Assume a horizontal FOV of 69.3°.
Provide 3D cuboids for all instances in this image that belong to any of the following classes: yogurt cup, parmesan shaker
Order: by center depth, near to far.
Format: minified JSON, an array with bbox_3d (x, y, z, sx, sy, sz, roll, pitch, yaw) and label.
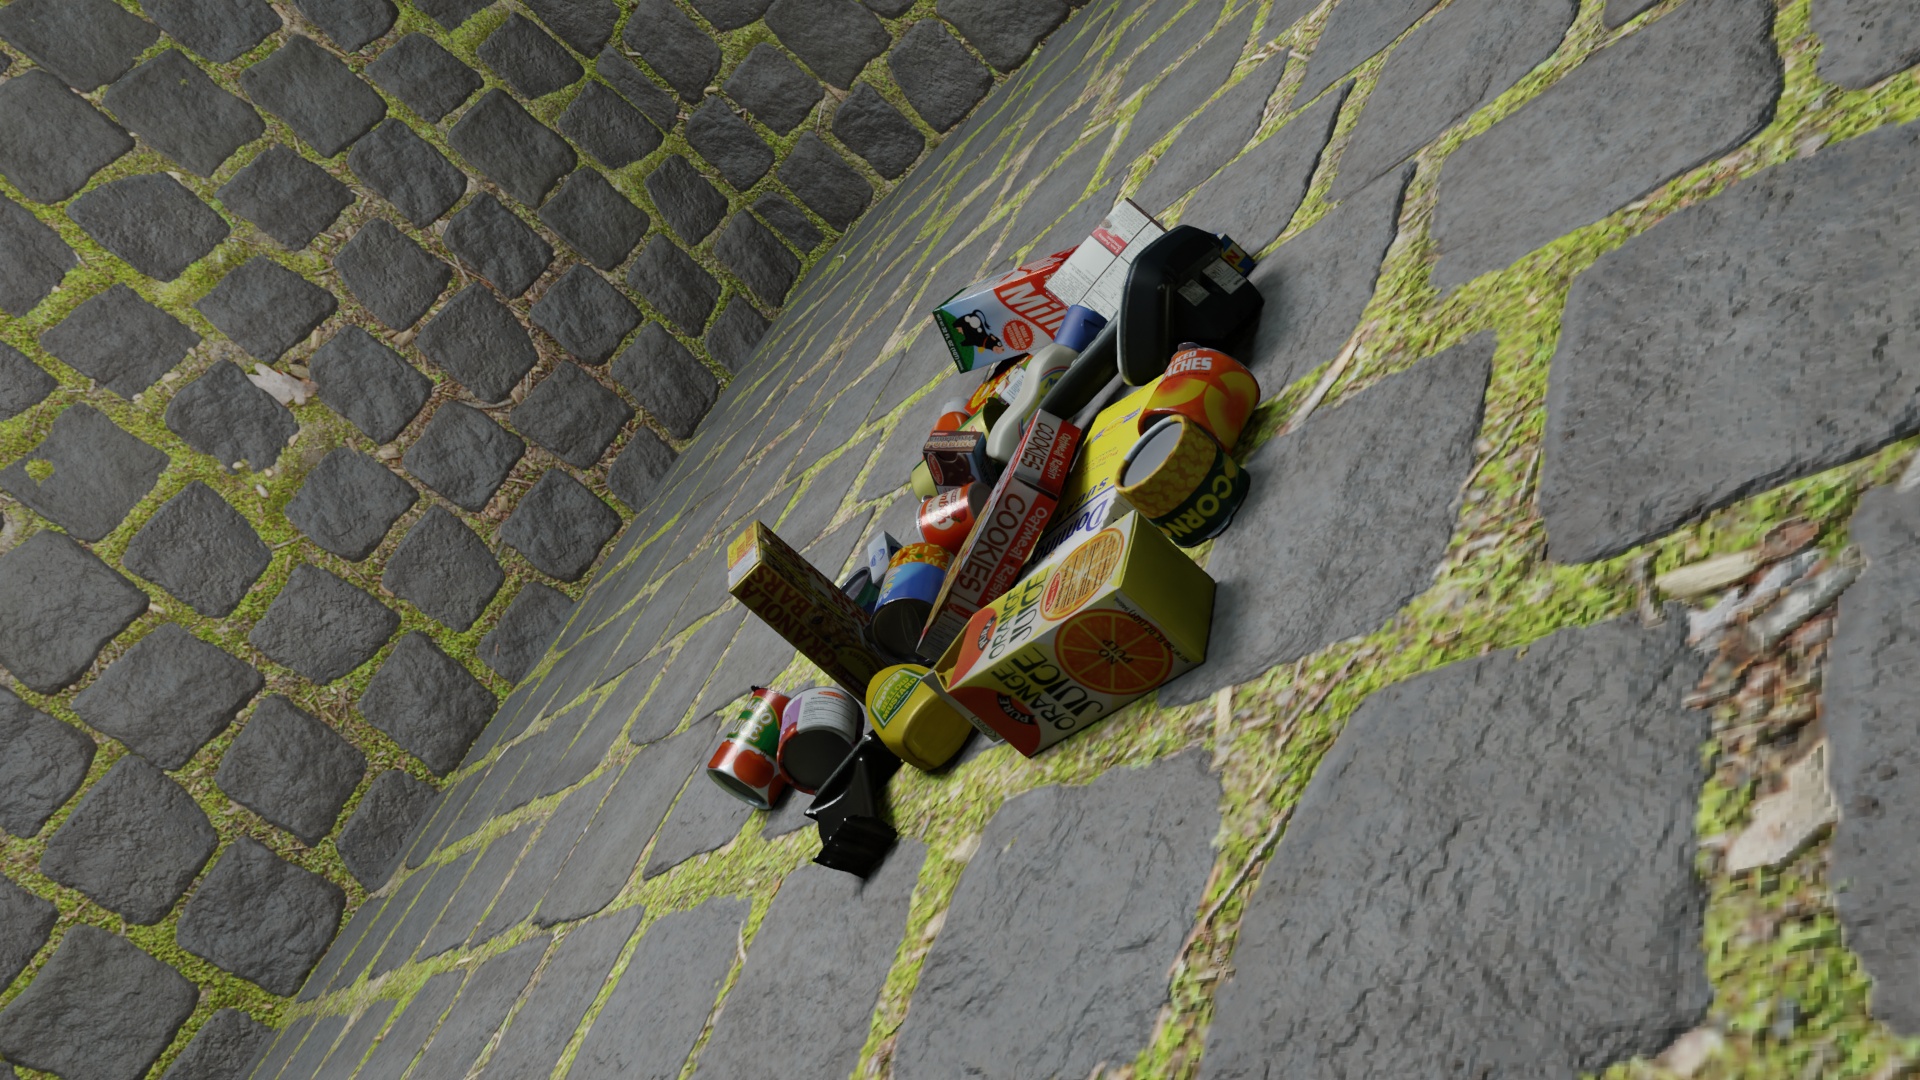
[{"bbox_3d":[0.004,-0.015,1.176,0.053,0.072,0.073,-29,26,32],"label":"yogurt cup"},{"bbox_3d":[0.010,-0.073,1.268,0.102,0.071,0.072,-39,20,33],"label":"parmesan shaker"}]

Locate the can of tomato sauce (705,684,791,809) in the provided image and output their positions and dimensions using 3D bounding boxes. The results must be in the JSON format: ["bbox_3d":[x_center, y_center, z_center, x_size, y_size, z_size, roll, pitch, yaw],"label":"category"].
[{"bbox_3d":[-0.171,0.178,1.192,0.071,0.071,0.083,-21,34,57],"label":"can of tomato sauce"}]

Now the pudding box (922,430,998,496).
[{"bbox_3d":[0.004,-0.056,1.206,0.049,0.083,0.030,3,45,25],"label":"pudding box"}]

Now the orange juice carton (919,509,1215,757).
[{"bbox_3d":[0.059,0.068,0.853,0.192,0.071,0.073,-36,22,38],"label":"orange juice carton"}]

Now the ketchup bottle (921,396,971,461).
[{"bbox_3d":[-0.008,-0.099,1.412,0.064,0.043,0.149,-40,20,26],"label":"ketchup bottle"}]

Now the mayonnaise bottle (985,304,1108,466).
[{"bbox_3d":[0.078,-0.126,1.177,0.148,0.065,0.041,-65,19,-2],"label":"mayonnaise bottle"}]

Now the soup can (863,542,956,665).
[{"bbox_3d":[-0.037,0.050,1.127,0.071,0.071,0.084,-41,19,27],"label":"soup can"}]

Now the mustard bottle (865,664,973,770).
[{"bbox_3d":[-0.039,0.122,1.020,0.065,0.049,0.160,-51,17,-8],"label":"mustard bottle"}]

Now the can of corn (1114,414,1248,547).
[{"bbox_3d":[0.142,-0.038,0.892,0.071,0.058,0.071,-44,18,18],"label":"can of corn"}]

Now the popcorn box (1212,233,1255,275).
[{"bbox_3d":[0.179,-0.199,1.168,0.126,0.038,0.085,-49,16,1],"label":"popcorn box"}]

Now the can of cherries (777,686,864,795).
[{"bbox_3d":[-0.109,0.160,1.093,0.071,0.071,0.058,-45,19,16],"label":"can of cherries"}]

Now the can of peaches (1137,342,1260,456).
[{"bbox_3d":[0.159,-0.088,0.935,0.071,0.071,0.058,-18,37,60],"label":"can of peaches"}]

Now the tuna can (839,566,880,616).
[{"bbox_3d":[-0.098,0.062,1.315,0.071,0.033,0.071,-44,18,18],"label":"tuna can"}]

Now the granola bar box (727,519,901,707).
[{"bbox_3d":[-0.117,0.062,1.141,0.039,0.165,0.124,-46,17,5],"label":"granola bar box"}]

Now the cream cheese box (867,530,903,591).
[{"bbox_3d":[-0.054,0.030,1.240,0.024,0.053,0.104,-45,18,9],"label":"cream cheese box"}]

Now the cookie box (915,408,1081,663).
[{"bbox_3d":[0.030,-0.001,1.026,0.166,0.040,0.123,-61,3,30],"label":"cookie box"}]

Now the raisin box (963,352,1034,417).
[{"bbox_3d":[0.052,-0.140,1.356,0.086,0.040,0.123,-49,17,5],"label":"raisin box"}]

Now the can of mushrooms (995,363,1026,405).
[{"bbox_3d":[0.066,-0.126,1.251,0.033,0.071,0.071,-49,17,6],"label":"can of mushrooms"}]

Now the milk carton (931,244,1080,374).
[{"bbox_3d":[0.076,-0.230,1.347,0.190,0.072,0.074,-15,19,33],"label":"milk carton"}]
